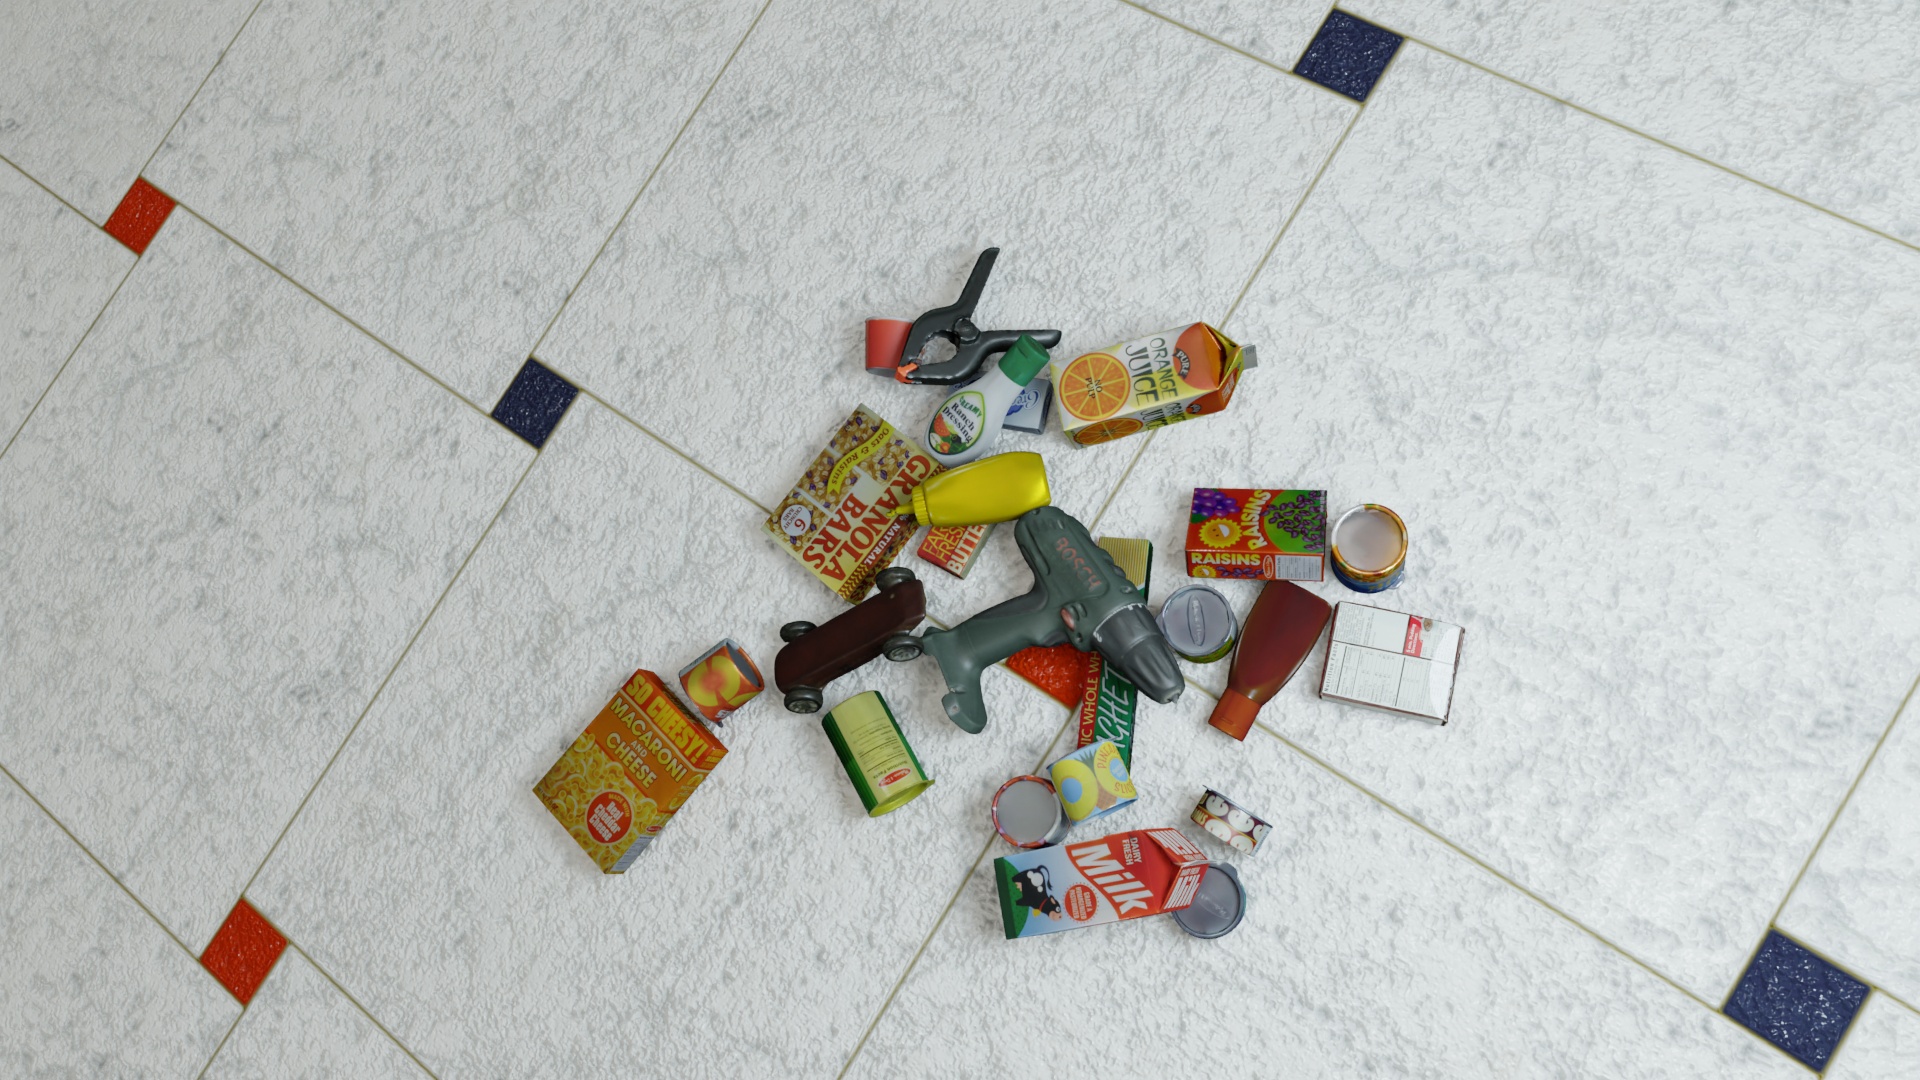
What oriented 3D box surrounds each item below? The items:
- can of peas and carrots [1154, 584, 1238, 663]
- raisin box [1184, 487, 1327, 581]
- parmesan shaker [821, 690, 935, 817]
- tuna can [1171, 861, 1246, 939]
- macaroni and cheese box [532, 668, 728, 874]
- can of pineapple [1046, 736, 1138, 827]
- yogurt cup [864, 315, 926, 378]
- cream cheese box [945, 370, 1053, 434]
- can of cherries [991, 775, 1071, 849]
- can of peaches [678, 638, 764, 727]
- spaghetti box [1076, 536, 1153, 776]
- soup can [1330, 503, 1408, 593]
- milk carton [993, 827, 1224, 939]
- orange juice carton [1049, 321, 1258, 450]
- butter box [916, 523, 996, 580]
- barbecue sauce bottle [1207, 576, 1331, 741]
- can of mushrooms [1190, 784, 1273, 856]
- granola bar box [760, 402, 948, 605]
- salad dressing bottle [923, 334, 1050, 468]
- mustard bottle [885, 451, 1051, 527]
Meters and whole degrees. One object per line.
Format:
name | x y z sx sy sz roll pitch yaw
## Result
can of peas and carrots | 0.217 0.078 1.276 0.071 0.058 0.071 -4 76 15
raisin box | 0.272 -0.006 1.274 0.123 0.040 0.086 2 47 15
parmesan shaker | -0.079 0.202 1.326 0.071 0.071 0.103 -33 70 6
tuna can | 0.221 0.316 1.231 0.071 0.033 0.071 -4 76 15
macaroni and cheese box | -0.333 0.232 1.401 0.124 0.040 0.166 41 91 20
can of pineapple | 0.119 0.215 1.234 0.071 0.071 0.058 -27 72 8
yogurt cup | -0.067 -0.196 1.419 0.072 0.072 0.054 6 87 17
cream cheese box | 0.038 -0.141 1.397 0.104 0.024 0.053 10 81 18
can of cherries | 0.064 0.250 1.277 0.071 0.058 0.071 -3 76 14
can of peaches | -0.236 0.141 1.383 0.058 0.071 0.071 -37 71 4
spaghetti box | 0.144 0.120 1.303 0.050 0.028 0.250 4 78 17
soup can | 0.366 0.009 1.239 0.071 0.083 0.071 -3 77 14
milk carton | 0.131 0.297 1.216 0.190 0.072 0.073 -18 72 26
orange juice carton | 0.190 -0.152 1.333 0.192 0.071 0.073 -14 74 12
butter box | 0.005 -0.017 1.376 0.053 0.024 0.103 28 86 19
barbecue sauce bottle | 0.276 0.110 1.261 0.065 0.043 0.148 28 86 23
can of mushrooms | 0.237 0.247 1.226 0.071 0.071 0.033 31 88 20
granola bar box | -0.102 -0.036 1.402 0.124 0.039 0.165 38 89 20
salad dressing bottle | 0.026 -0.136 1.353 0.147 0.044 0.064 -47 69 21
mustard bottle | 0.005 -0.044 1.339 0.160 0.049 0.065 -11 84 7
